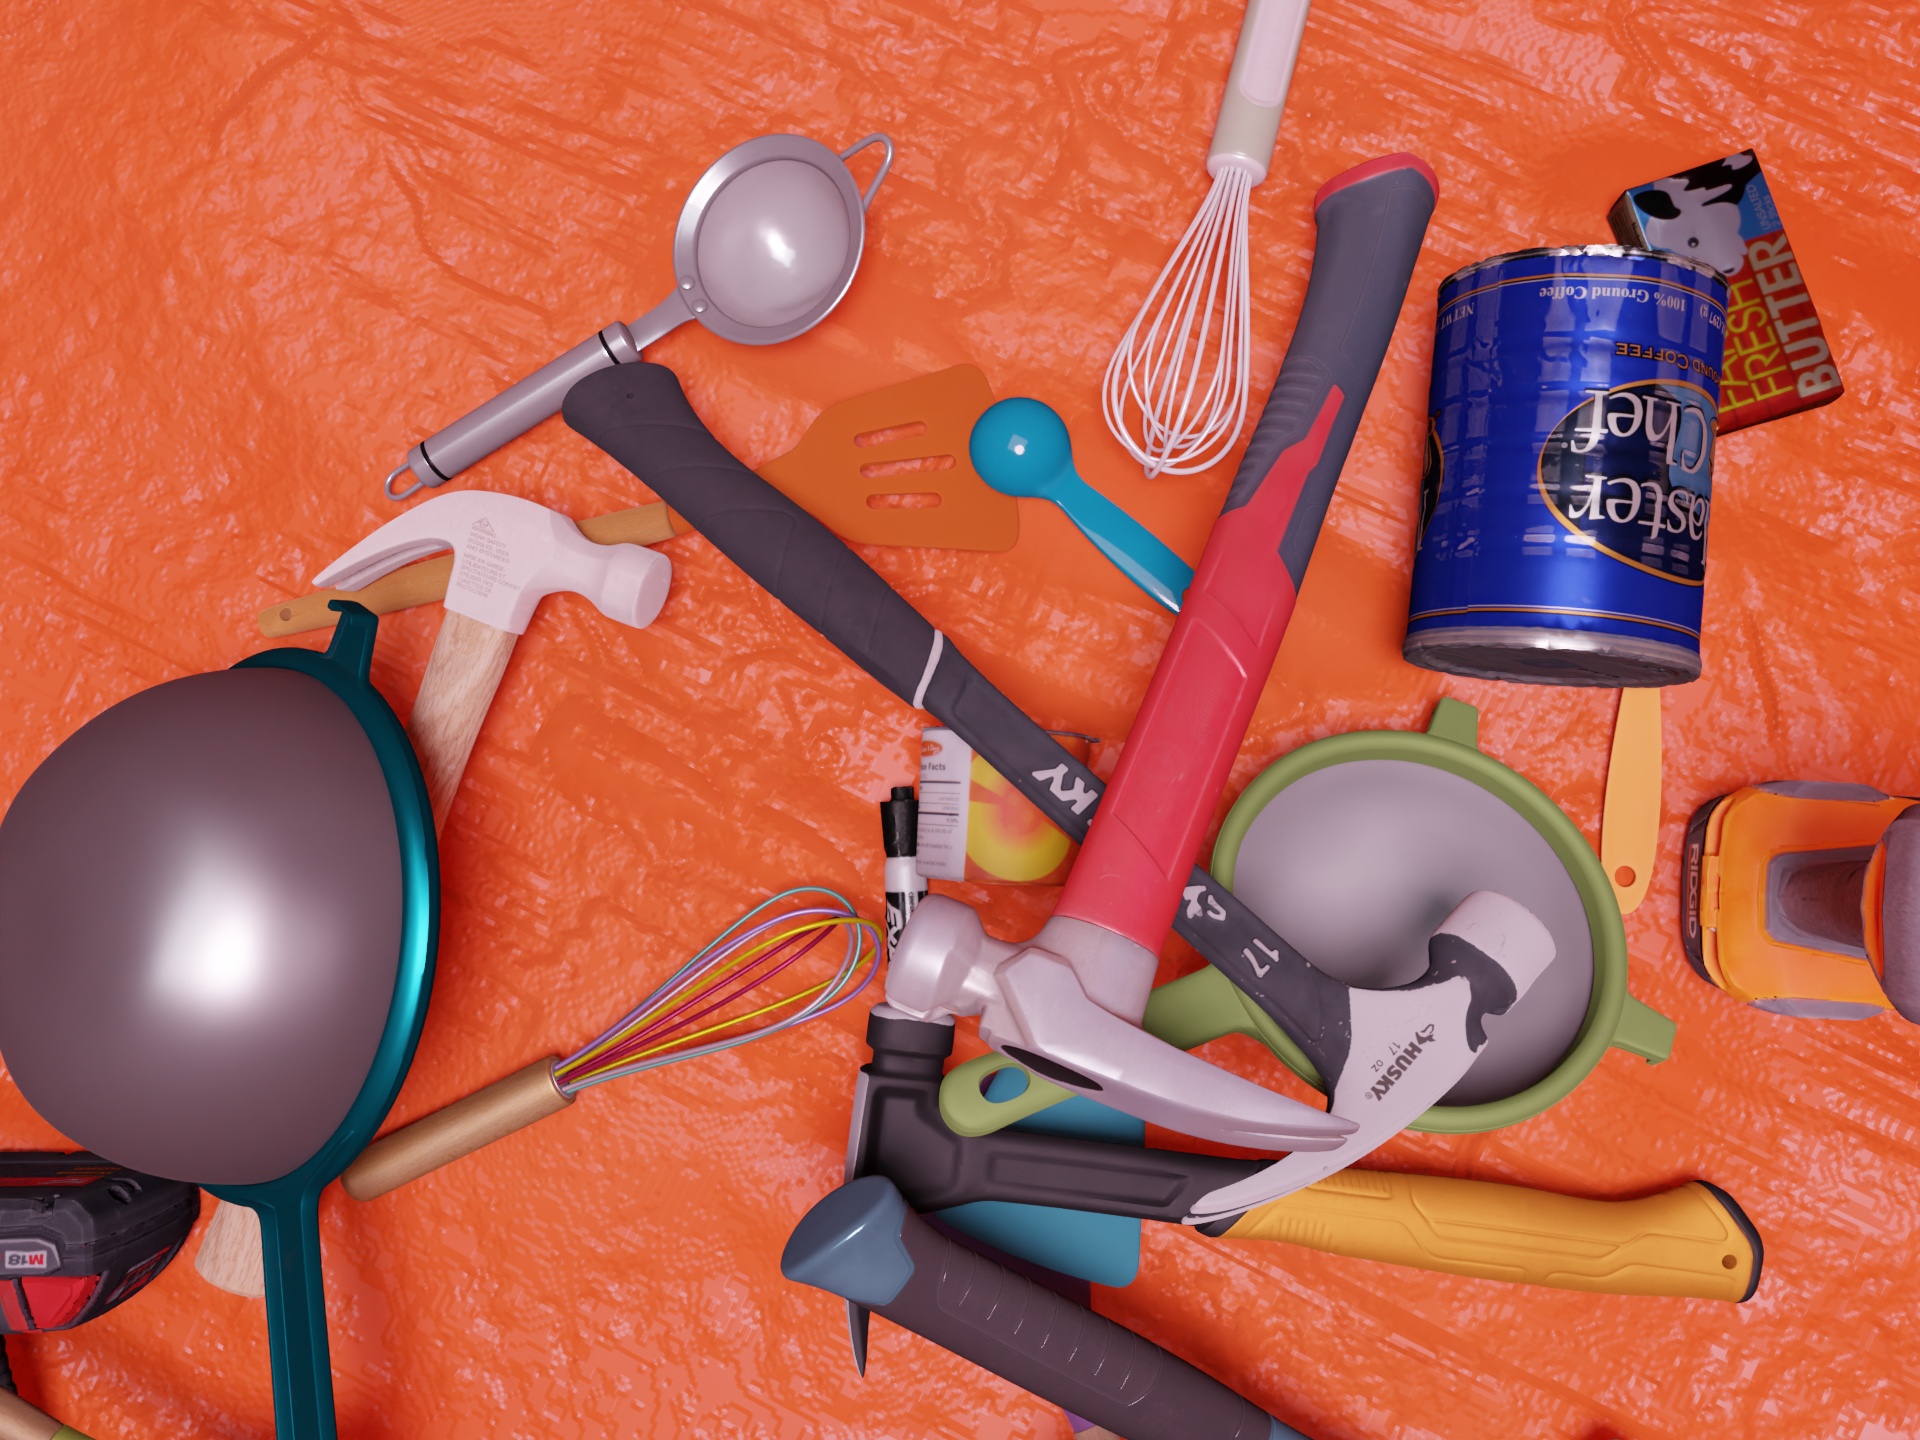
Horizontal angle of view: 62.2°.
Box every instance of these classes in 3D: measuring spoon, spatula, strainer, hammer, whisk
[{"bbox_3d":[0.057,-0.084,0.637,0.128,0.021,0.042,42,77,5],"label":"measuring spoon"},{"bbox_3d":[0.057,0.283,0.580,0.059,0.018,0.316,-16,71,-27],"label":"spatula"},{"bbox_3d":[-0.133,-0.159,0.656,0.258,0.050,0.087,-29,76,9],"label":"strainer"},{"bbox_3d":[-0.232,0.067,0.631,0.130,0.031,0.331,21,90,9],"label":"hammer"},{"bbox_3d":[-0.138,-0.076,0.660,0.322,0.041,0.081,-13,84,9],"label":"spatula"},{"bbox_3d":[0.082,0.053,0.612,0.082,0.044,0.317,22,90,-1],"label":"spatula"},{"bbox_3d":[-0.001,-0.002,0.563,0.409,0.036,0.149,41,69,19],"label":"hammer"},{"bbox_3d":[-0.275,0.131,0.555,0.211,0.095,0.341,-26,68,31],"label":"strainer"},{"bbox_3d":[0.108,-0.212,0.633,0.058,0.059,0.246,16,83,-5],"label":"whisk"},{"bbox_3d":[0.125,0.185,0.579,0.337,0.034,0.127,7,85,-3],"label":"hammer"},{"bbox_3d":[-0.142,0.131,0.634,0.245,0.047,0.051,-27,85,6],"label":"whisk"},{"bbox_3d":[0.089,0.244,0.549,0.331,0.033,0.128,32,101,-14],"label":"hammer"},{"bbox_3d":[0.110,0.100,0.572,0.256,0.069,0.152,-19,65,-14],"label":"strainer"},{"bbox_3d":[0.261,0.017,0.619,0.021,0.011,0.117,5,90,6],"label":"measuring spoon"},{"bbox_3d":[0.116,-0.049,0.547,0.143,0.038,0.386,21,64,9],"label":"hammer"}]

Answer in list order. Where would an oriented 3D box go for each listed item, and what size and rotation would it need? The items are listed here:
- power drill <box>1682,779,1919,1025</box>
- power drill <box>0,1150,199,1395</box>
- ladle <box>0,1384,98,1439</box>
[{"bbox_3d":[0.339,0.061,0.497,0.164,0.226,0.084,3,86,6],"label":"power drill"},{"bbox_3d":[-0.348,0.292,0.626,0.188,0.080,0.227,-1,89,3],"label":"power drill"},{"bbox_3d":[-0.348,0.244,0.560,0.320,0.062,0.078,31,73,-2],"label":"ladle"}]
